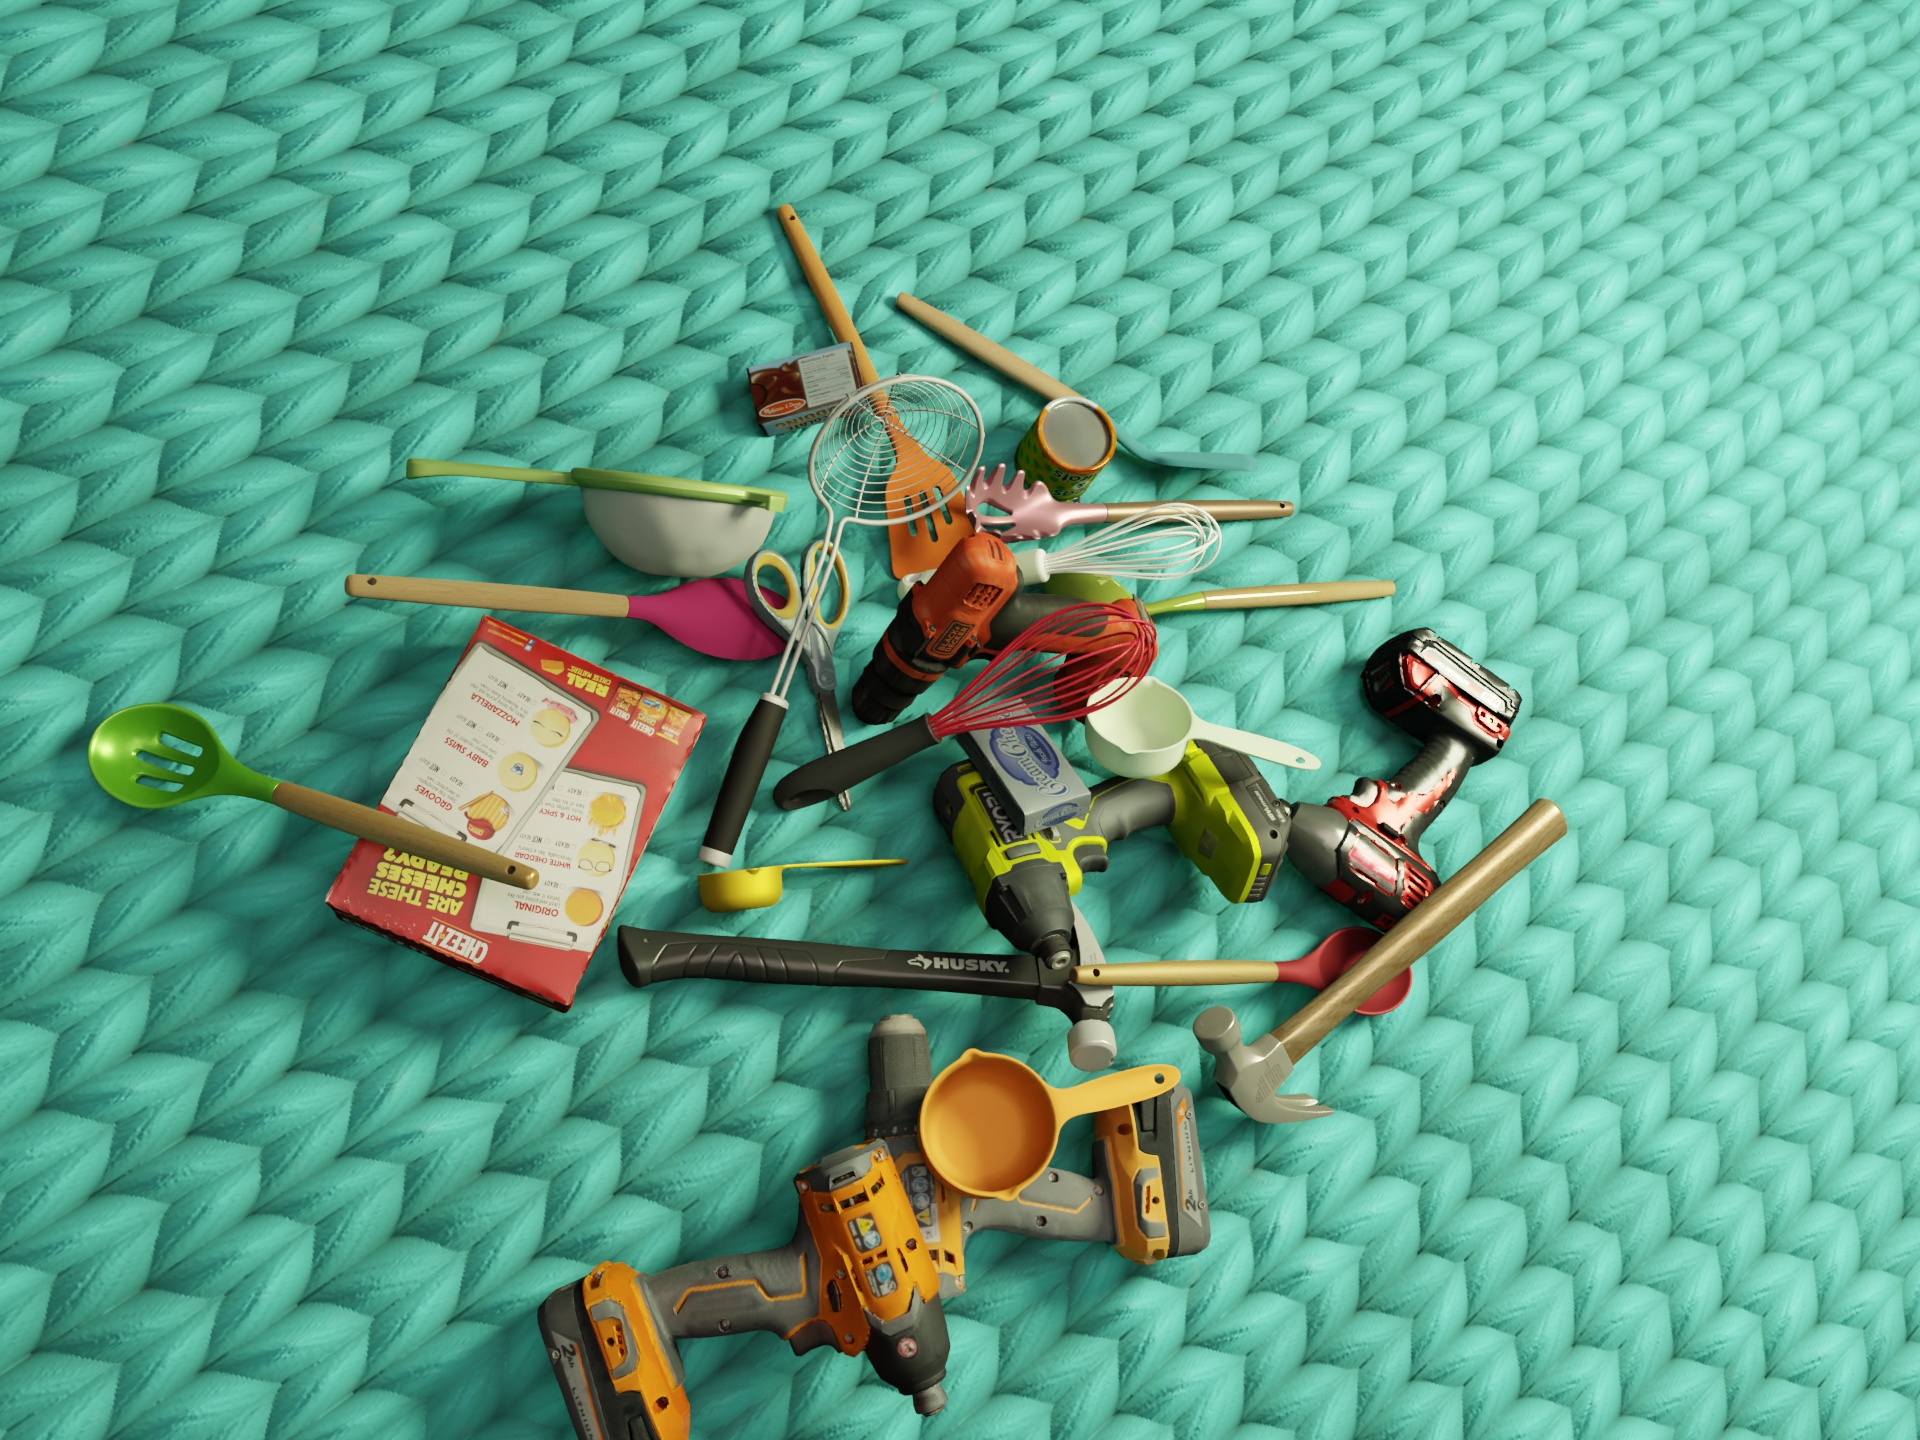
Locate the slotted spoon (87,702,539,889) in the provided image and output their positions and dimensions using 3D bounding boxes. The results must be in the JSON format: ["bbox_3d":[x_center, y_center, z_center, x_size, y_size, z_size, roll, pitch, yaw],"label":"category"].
[{"bbox_3d":[-0.400,0.055,0.983,0.314,0.031,0.070,16,67,14],"label":"slotted spoon"}]

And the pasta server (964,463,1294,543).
[{"bbox_3d":[0.137,-0.165,1.239,0.316,0.040,0.060,-5,73,-28],"label":"pasta server"}]

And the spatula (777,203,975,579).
[{"bbox_3d":[-0.075,-0.263,1.239,0.081,0.041,0.323,-21,76,-20],"label":"spatula"}]

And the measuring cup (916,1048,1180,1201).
[{"bbox_3d":[0.055,0.252,1.022,0.173,0.052,0.095,-11,71,-14],"label":"measuring cup"}]

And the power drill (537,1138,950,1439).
[{"bbox_3d":[-0.121,0.373,0.965,0.226,0.084,0.164,-22,80,-5],"label":"power drill"}]

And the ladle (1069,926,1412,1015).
[{"bbox_3d":[0.205,0.181,1.137,0.315,0.031,0.069,5,62,-34],"label":"ladle"}]

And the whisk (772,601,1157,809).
[{"bbox_3d":[-0.002,-0.003,1.089,0.296,0.073,0.073,-25,80,15],"label":"whisk"}]

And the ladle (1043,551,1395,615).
[{"bbox_3d":[0.212,-0.108,1.259,0.320,0.078,0.062,-5,98,-23],"label":"ladle"}]

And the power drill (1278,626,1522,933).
[{"bbox_3d":[0.332,0.044,1.234,0.143,0.078,0.220,34,68,-4],"label":"power drill"}]

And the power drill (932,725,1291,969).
[{"bbox_3d":[0.111,0.088,1.128,0.223,0.080,0.171,-11,47,-20],"label":"power drill"}]

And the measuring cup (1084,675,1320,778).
[{"bbox_3d":[0.168,0.020,1.126,0.167,0.038,0.083,15,45,8],"label":"measuring cup"}]

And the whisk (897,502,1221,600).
[{"bbox_3d":[0.068,-0.114,1.160,0.246,0.059,0.058,-9,34,19],"label":"whisk"}]

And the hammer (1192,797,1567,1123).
[{"bbox_3d":[0.317,0.169,1.152,0.331,0.031,0.130,-37,119,-13],"label":"hammer"}]

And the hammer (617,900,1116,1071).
[{"bbox_3d":[-0.064,0.163,1.080,0.334,0.035,0.146,5,38,-7],"label":"hammer"}]

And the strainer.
[{"bbox_3d":[-0.249,-0.138,1.097,0.256,0.151,0.069,4,97,-12],"label":"strainer"}]

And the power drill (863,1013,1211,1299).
[{"bbox_3d":[0.042,0.287,1.074,0.226,0.084,0.185,-2,72,-13],"label":"power drill"}]

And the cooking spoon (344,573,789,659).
[{"bbox_3d":[-0.252,-0.079,1.082,0.318,0.017,0.069,2,62,-34],"label":"cooking spoon"}]

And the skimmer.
[{"bbox_3d":[-0.090,-0.066,1.097,0.127,0.090,0.363,27,80,-44],"label":"skimmer"}]

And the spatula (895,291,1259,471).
[{"bbox_3d":[0.091,-0.267,1.275,0.317,0.082,0.044,30,110,-2],"label":"spatula"}]

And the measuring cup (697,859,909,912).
[{"bbox_3d":[-0.105,0.113,1.102,0.156,0.062,0.029,-2,84,-28],"label":"measuring cup"}]
